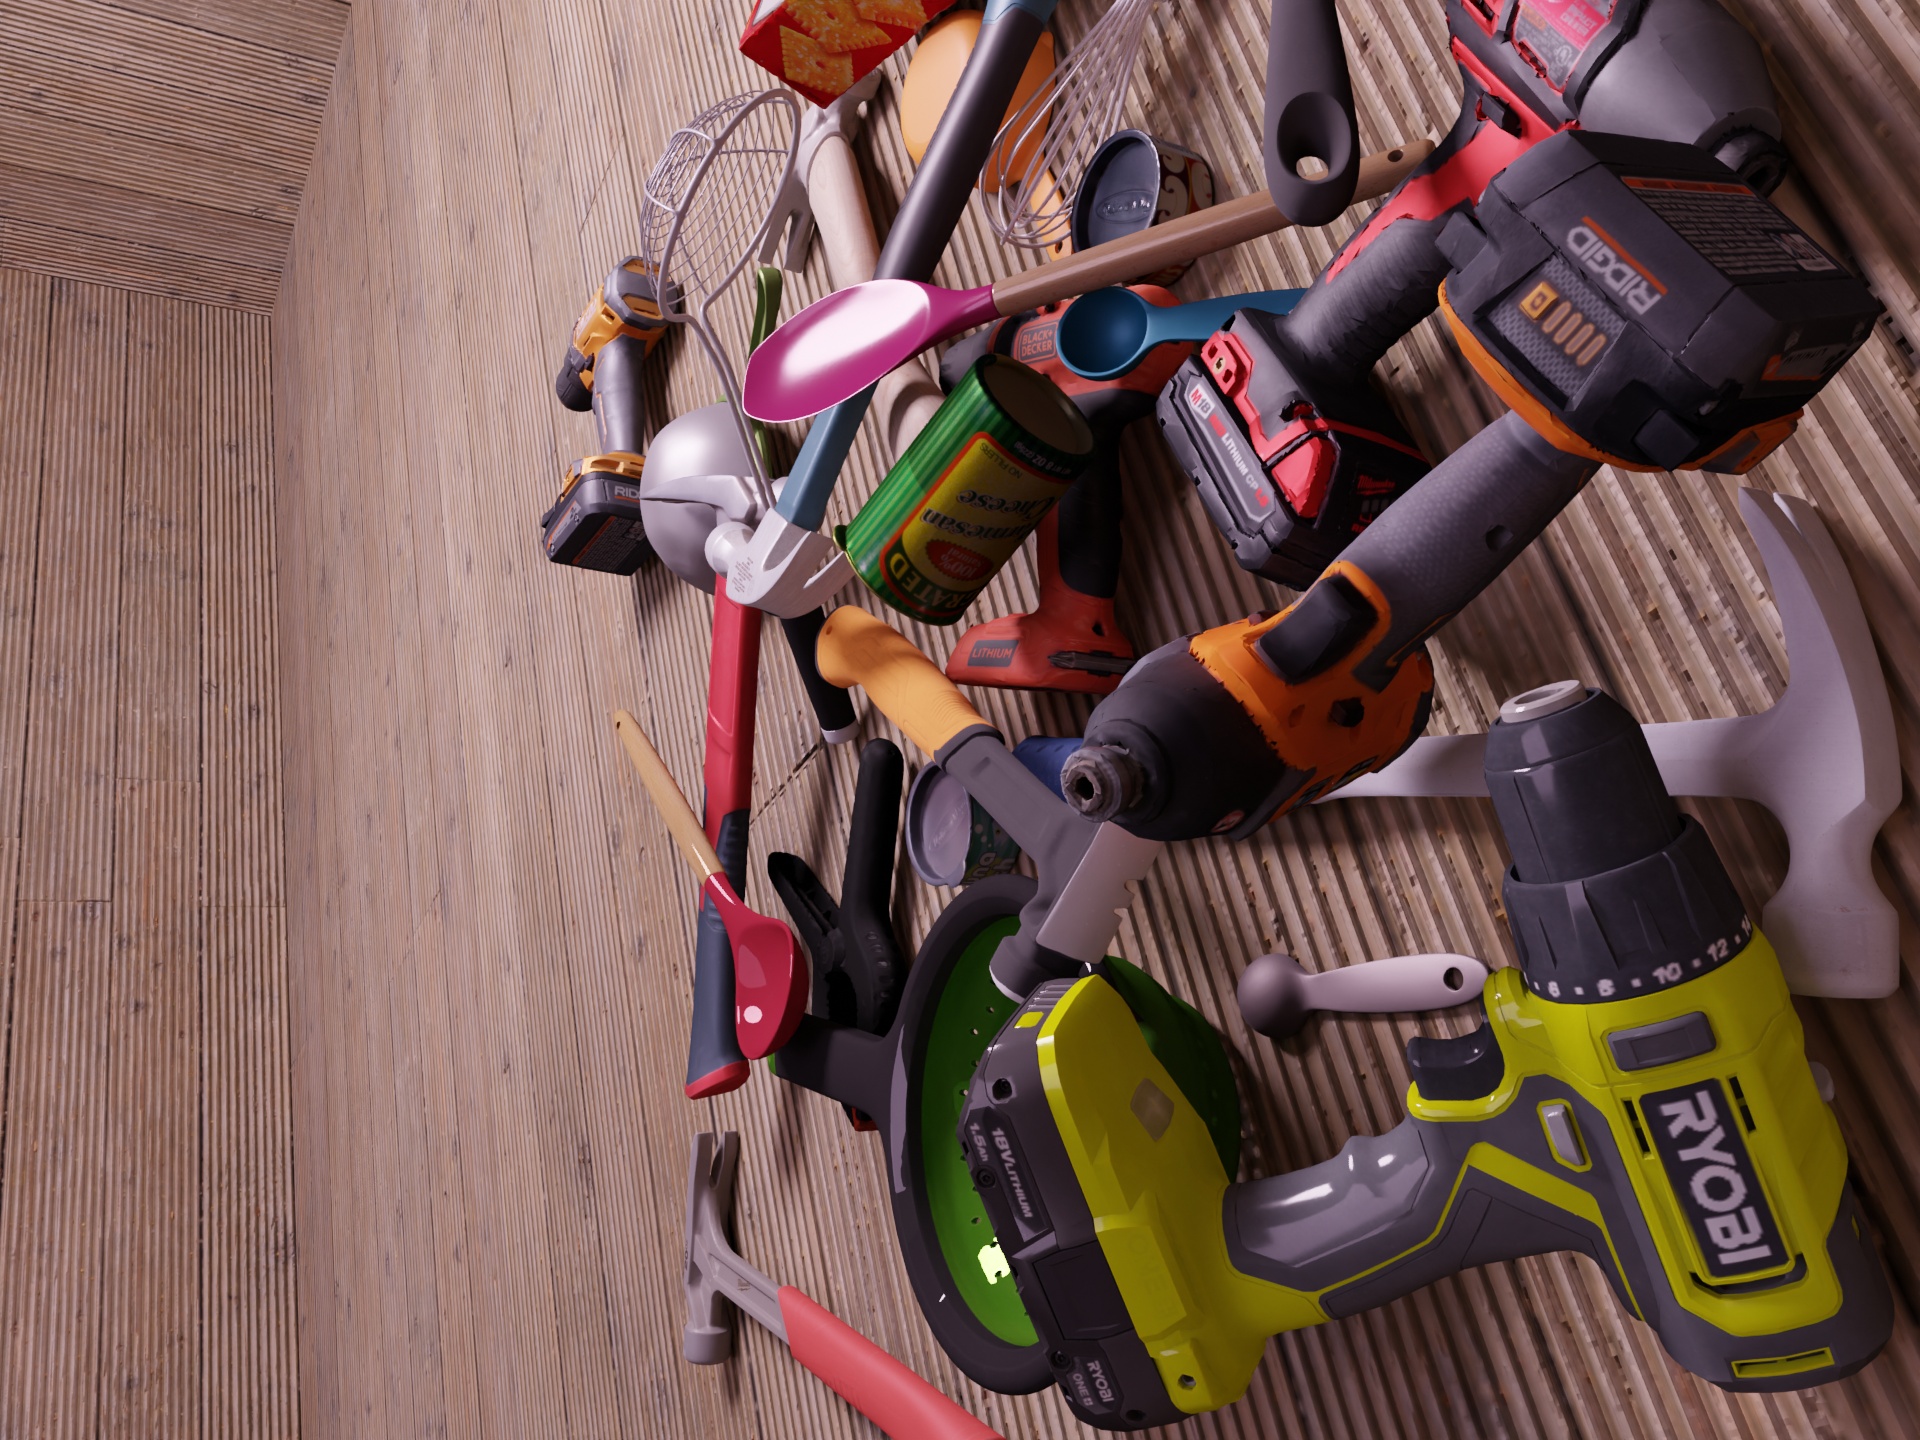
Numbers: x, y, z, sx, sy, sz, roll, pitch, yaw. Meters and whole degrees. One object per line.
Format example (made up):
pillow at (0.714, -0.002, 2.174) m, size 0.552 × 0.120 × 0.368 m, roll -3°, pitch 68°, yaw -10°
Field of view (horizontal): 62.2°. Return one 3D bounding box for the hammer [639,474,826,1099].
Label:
hammer at (-0.156, 0.042, 0.994) m, size 0.143 × 0.038 × 0.386 m, roll 8°, pitch 96°, yaw 42°

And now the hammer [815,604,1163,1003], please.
hammer at (-0.001, -0.002, 0.705) m, size 0.127 × 0.034 × 0.337 m, roll -63°, pitch 27°, yaw 7°

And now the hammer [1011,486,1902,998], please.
hammer at (0.143, 0.013, 0.602) m, size 0.405 × 0.035 × 0.144 m, roll -5°, pitch 82°, yaw 58°

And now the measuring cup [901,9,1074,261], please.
measuring cup at (0.015, -0.299, 0.828) m, size 0.095 × 0.052 × 0.174 m, roll -51°, pitch 44°, yaw 42°

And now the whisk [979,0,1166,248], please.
whisk at (0.080, -0.328, 0.728) m, size 0.246 × 0.058 × 0.059 m, roll -59°, pitch 6°, yaw 25°

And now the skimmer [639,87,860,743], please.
skimmer at (-0.088, -0.148, 0.867) m, size 0.090 × 0.127 × 0.363 m, roll -2°, pitch 119°, yaw 25°

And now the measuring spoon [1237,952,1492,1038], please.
measuring spoon at (0.147, 0.101, 0.601) m, size 0.124 × 0.018 × 0.034 m, roll -21°, pitch 68°, yaw 54°

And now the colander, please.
colander at (0.014, 0.173, 0.740) m, size 0.397 × 0.094 × 0.204 m, roll -6°, pitch 79°, yaw 63°

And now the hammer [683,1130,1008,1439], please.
hammer at (-0.079, 0.349, 0.916) m, size 0.359 × 0.036 × 0.149 m, roll 0°, pitch 87°, yaw 58°

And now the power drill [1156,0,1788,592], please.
power drill at (0.170, -0.149, 0.541) m, size 0.219 × 0.078 × 0.143 m, roll -55°, pitch 39°, yaw 34°

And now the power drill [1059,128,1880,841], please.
power drill at (0.126, -0.048, 0.449) m, size 0.084 × 0.164 × 0.226 m, roll 52°, pitch 131°, yaw 18°

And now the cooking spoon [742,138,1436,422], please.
cooking spoon at (0.040, -0.184, 0.668) m, size 0.319 × 0.017 × 0.069 m, roll -11°, pitch 60°, yaw 27°

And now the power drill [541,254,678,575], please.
power drill at (-0.287, -0.234, 1.283) m, size 0.185 × 0.084 × 0.226 m, roll -30°, pitch 57°, yaw 53°

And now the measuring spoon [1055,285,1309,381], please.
measuring spoon at (0.103, -0.160, 0.656) m, size 0.128 × 0.021 × 0.042 m, roll 0°, pitch 74°, yaw 21°

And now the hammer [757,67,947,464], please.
hammer at (-0.055, -0.230, 0.892) m, size 0.146 × 0.038 × 0.411 m, roll -62°, pitch 30°, yaw 35°

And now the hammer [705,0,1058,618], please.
hammer at (-0.035, -0.201, 0.764) m, size 0.331 × 0.033 × 0.128 m, roll -64°, pitch 32°, yaw 12°

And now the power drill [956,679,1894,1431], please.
power drill at (0.121, 0.107, 0.461) m, size 0.228 × 0.080 × 0.190 m, roll -21°, pitch 94°, yaw 23°

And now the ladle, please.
ladle at (-0.151, 0.079, 0.920) m, size 0.069 × 0.031 × 0.316 m, roll -61°, pitch 40°, yaw 19°

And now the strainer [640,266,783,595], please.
strainer at (-0.168, -0.185, 1.050) m, size 0.256 × 0.069 × 0.152 m, roll 109°, pitch 147°, yaw -44°

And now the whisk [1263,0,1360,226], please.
whisk at (0.126, -0.292, 0.587) m, size 0.073 × 0.073 × 0.296 m, roll -37°, pitch 40°, yaw 50°
